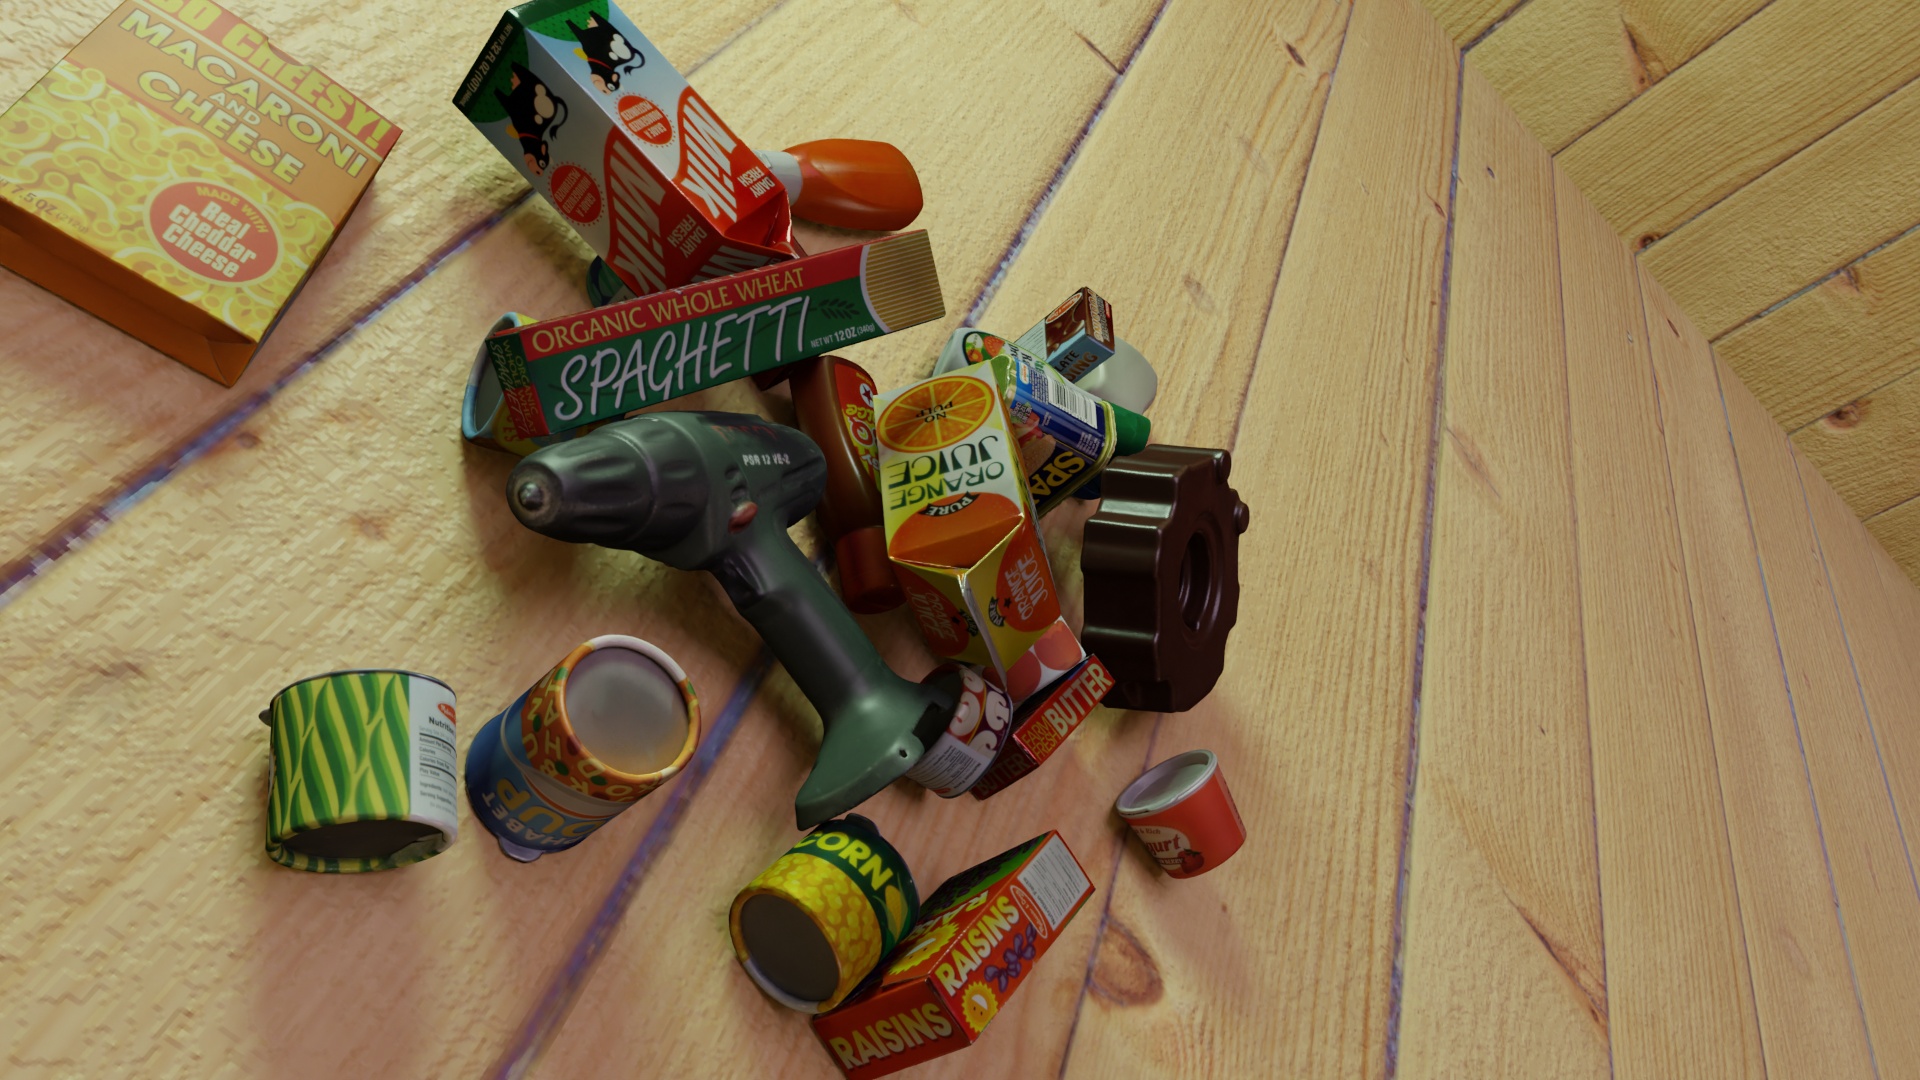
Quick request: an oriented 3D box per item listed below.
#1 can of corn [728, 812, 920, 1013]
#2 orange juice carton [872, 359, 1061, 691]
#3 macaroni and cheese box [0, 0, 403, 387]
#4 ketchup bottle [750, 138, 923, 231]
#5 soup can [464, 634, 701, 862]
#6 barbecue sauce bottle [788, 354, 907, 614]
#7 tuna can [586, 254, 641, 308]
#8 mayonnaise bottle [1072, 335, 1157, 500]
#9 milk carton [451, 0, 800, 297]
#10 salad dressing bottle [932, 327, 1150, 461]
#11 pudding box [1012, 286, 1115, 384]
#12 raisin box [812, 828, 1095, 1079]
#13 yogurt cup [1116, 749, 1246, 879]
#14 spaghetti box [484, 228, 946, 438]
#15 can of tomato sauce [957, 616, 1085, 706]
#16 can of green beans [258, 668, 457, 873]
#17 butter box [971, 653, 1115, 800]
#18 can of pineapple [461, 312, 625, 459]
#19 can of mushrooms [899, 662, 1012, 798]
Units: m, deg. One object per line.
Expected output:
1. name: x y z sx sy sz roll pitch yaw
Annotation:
1. can of corn: -0.062 0.167 0.627 0.071 0.071 0.058 55 38 2
2. orange juice carton: 0.003 -0.009 0.738 0.194 0.073 0.071 -99 170 -51
3. macaroni and cheese box: -0.339 -0.165 0.616 0.123 0.040 0.167 33 43 -26
4. ketchup bottle: -0.091 -0.239 0.926 0.149 0.043 0.065 -14 72 -50
5. soup can: -0.157 0.088 0.578 0.071 0.083 0.072 26 46 -31
6. barbecue sauce bottle: -0.061 -0.031 0.797 0.065 0.043 0.149 32 39 -56
7. tuna can: -0.173 -0.145 0.779 0.071 0.032 0.071 26 46 -30
8. mayonnaise bottle: 0.105 -0.089 1.018 0.064 0.041 0.149 39 42 -16
9. milk carton: -0.164 -0.194 0.737 0.190 0.072 0.074 47 39 -9
10. salad dressing bottle: 0.055 -0.093 0.934 0.148 0.043 0.064 22 47 -11
11. pudding box: 0.070 -0.134 0.979 0.030 0.083 0.050 28 45 -30
12. raisin box: -0.001 0.195 0.656 0.040 0.085 0.124 56 38 0
13. yogurt cup: 0.136 0.166 0.838 0.054 0.072 0.073 59 38 -6
14. spaghetti box: -0.108 -0.106 0.684 0.251 0.028 0.050 -25 107 -40
15. can of tomato sauce: 0.025 0.049 0.806 0.071 0.071 0.083 -28 84 -52
16. can of green beans: -0.224 0.088 0.523 0.071 0.071 0.058 13 54 -40
17. butter box: 0.045 0.106 0.797 0.024 0.053 0.104 52 38 1
18. can of pineapple: -0.199 -0.069 0.667 0.058 0.070 0.071 18 50 -36
19. can of mushrooms: -0.006 0.099 0.740 0.033 0.070 0.071 34 42 -22
